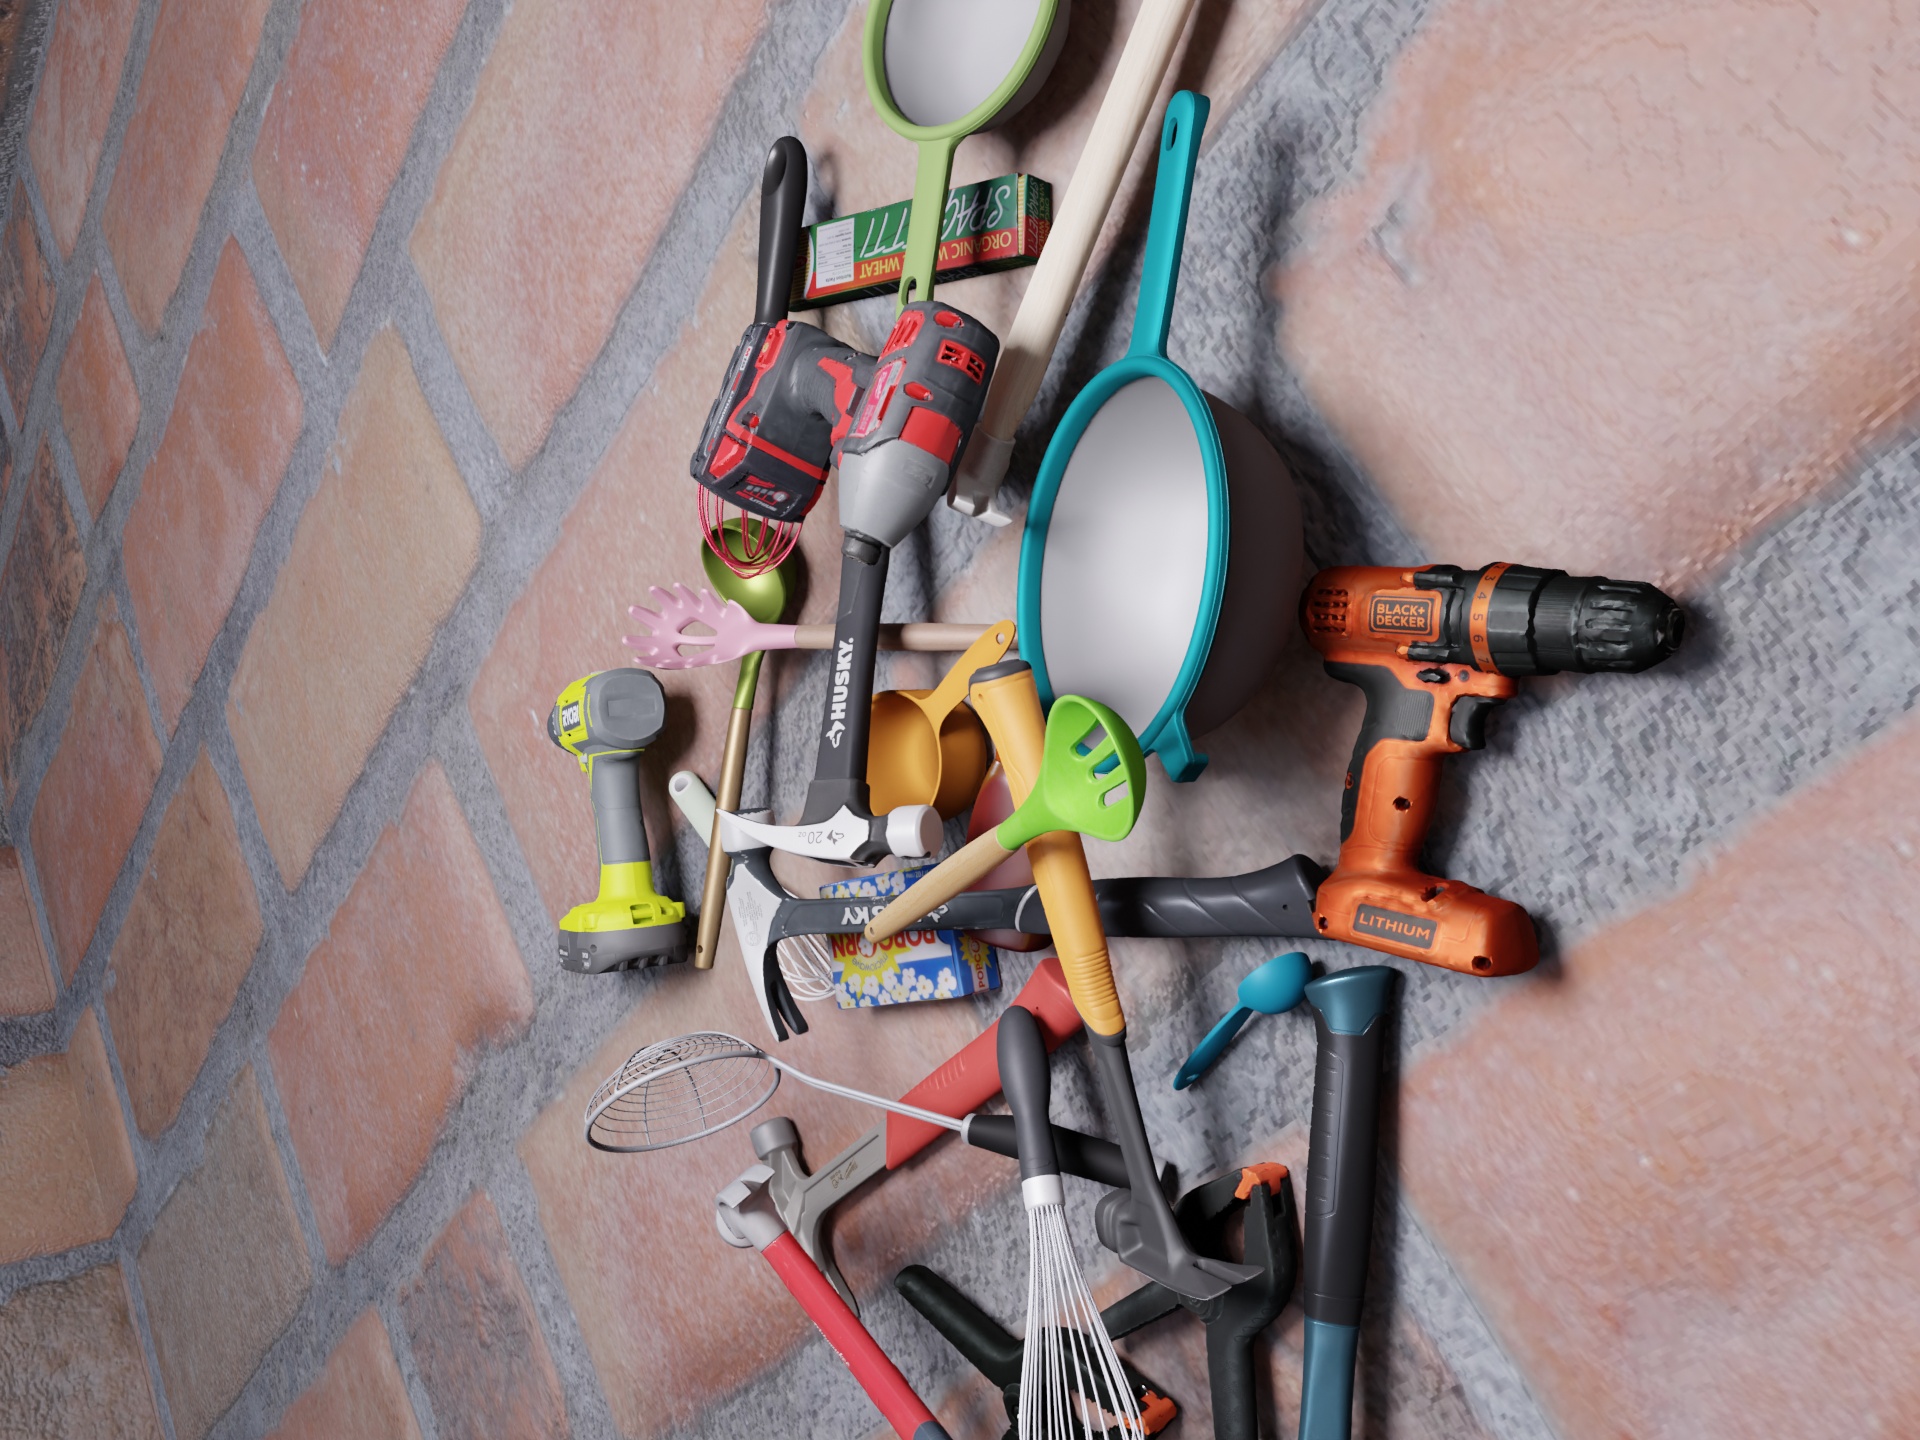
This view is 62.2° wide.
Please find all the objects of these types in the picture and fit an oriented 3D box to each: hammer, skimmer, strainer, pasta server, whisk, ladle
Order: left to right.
[{"bbox_3d":[-0.167,0.017,1.121,0.078,0.062,0.320,8,90,39],"label":"ladle"},{"bbox_3d":[-0.150,0.115,1.155,0.058,0.059,0.247,-42,52,-3],"label":"whisk"},{"bbox_3d":[-0.129,-0.241,1.056,0.073,0.073,0.296,6,90,45],"label":"whisk"},{"bbox_3d":[-0.085,-0.056,1.027,0.316,0.040,0.060,2,75,31],"label":"pasta server"},{"bbox_3d":[-0.066,-0.074,0.987,0.146,0.035,0.335,-5,70,30],"label":"hammer"},{"bbox_3d":[-0.057,0.261,0.965,0.363,0.127,0.090,9,68,23],"label":"skimmer"},{"bbox_3d":[-0.021,0.265,1.034,0.359,0.036,0.149,-45,62,38],"label":"hammer"},{"bbox_3d":[-0.017,0.430,0.951,0.386,0.038,0.143,49,157,11],"label":"hammer"},{"bbox_3d":[0.008,-0.351,0.930,0.152,0.069,0.256,14,97,42],"label":"strainer"},{"bbox_3d":[0.024,0.115,0.922,0.409,0.036,0.149,-6,92,34],"label":"hammer"},{"bbox_3d":[0.051,0.289,0.861,0.070,0.070,0.285,-38,49,40],"label":"whisk"},{"bbox_3d":[0.069,0.131,0.827,0.127,0.034,0.337,-8,99,67],"label":"hammer"},{"bbox_3d":[0.079,-0.301,0.851,0.146,0.038,0.410,-93,24,-69],"label":"hammer"},{"bbox_3d":[0.122,-0.138,0.814,0.211,0.095,0.340,-159,76,-67],"label":"strainer"},{"bbox_3d":[0.187,0.288,0.803,0.128,0.033,0.331,4,90,22],"label":"hammer"}]

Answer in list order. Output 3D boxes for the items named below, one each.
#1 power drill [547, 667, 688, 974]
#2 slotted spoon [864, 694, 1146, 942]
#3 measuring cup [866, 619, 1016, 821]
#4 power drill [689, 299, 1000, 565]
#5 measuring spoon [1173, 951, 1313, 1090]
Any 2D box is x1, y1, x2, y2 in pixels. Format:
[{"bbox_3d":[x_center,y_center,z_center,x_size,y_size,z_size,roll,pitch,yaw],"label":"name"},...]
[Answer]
[{"bbox_3d":[-0.278,0.077,1.248,0.190,0.080,0.228,-11,83,62],"label":"power drill"},{"bbox_3d":[0.013,0.066,0.818,0.070,0.031,0.313,64,147,11],"label":"slotted spoon"},{"bbox_3d":[-0.002,-0.003,0.987,0.173,0.052,0.095,-49,60,34],"label":"measuring cup"},{"bbox_3d":[-0.070,-0.165,0.920,0.220,0.078,0.143,18,86,57],"label":"power drill"},{"bbox_3d":[0.151,0.170,0.854,0.021,0.042,0.128,61,138,34],"label":"measuring spoon"}]
